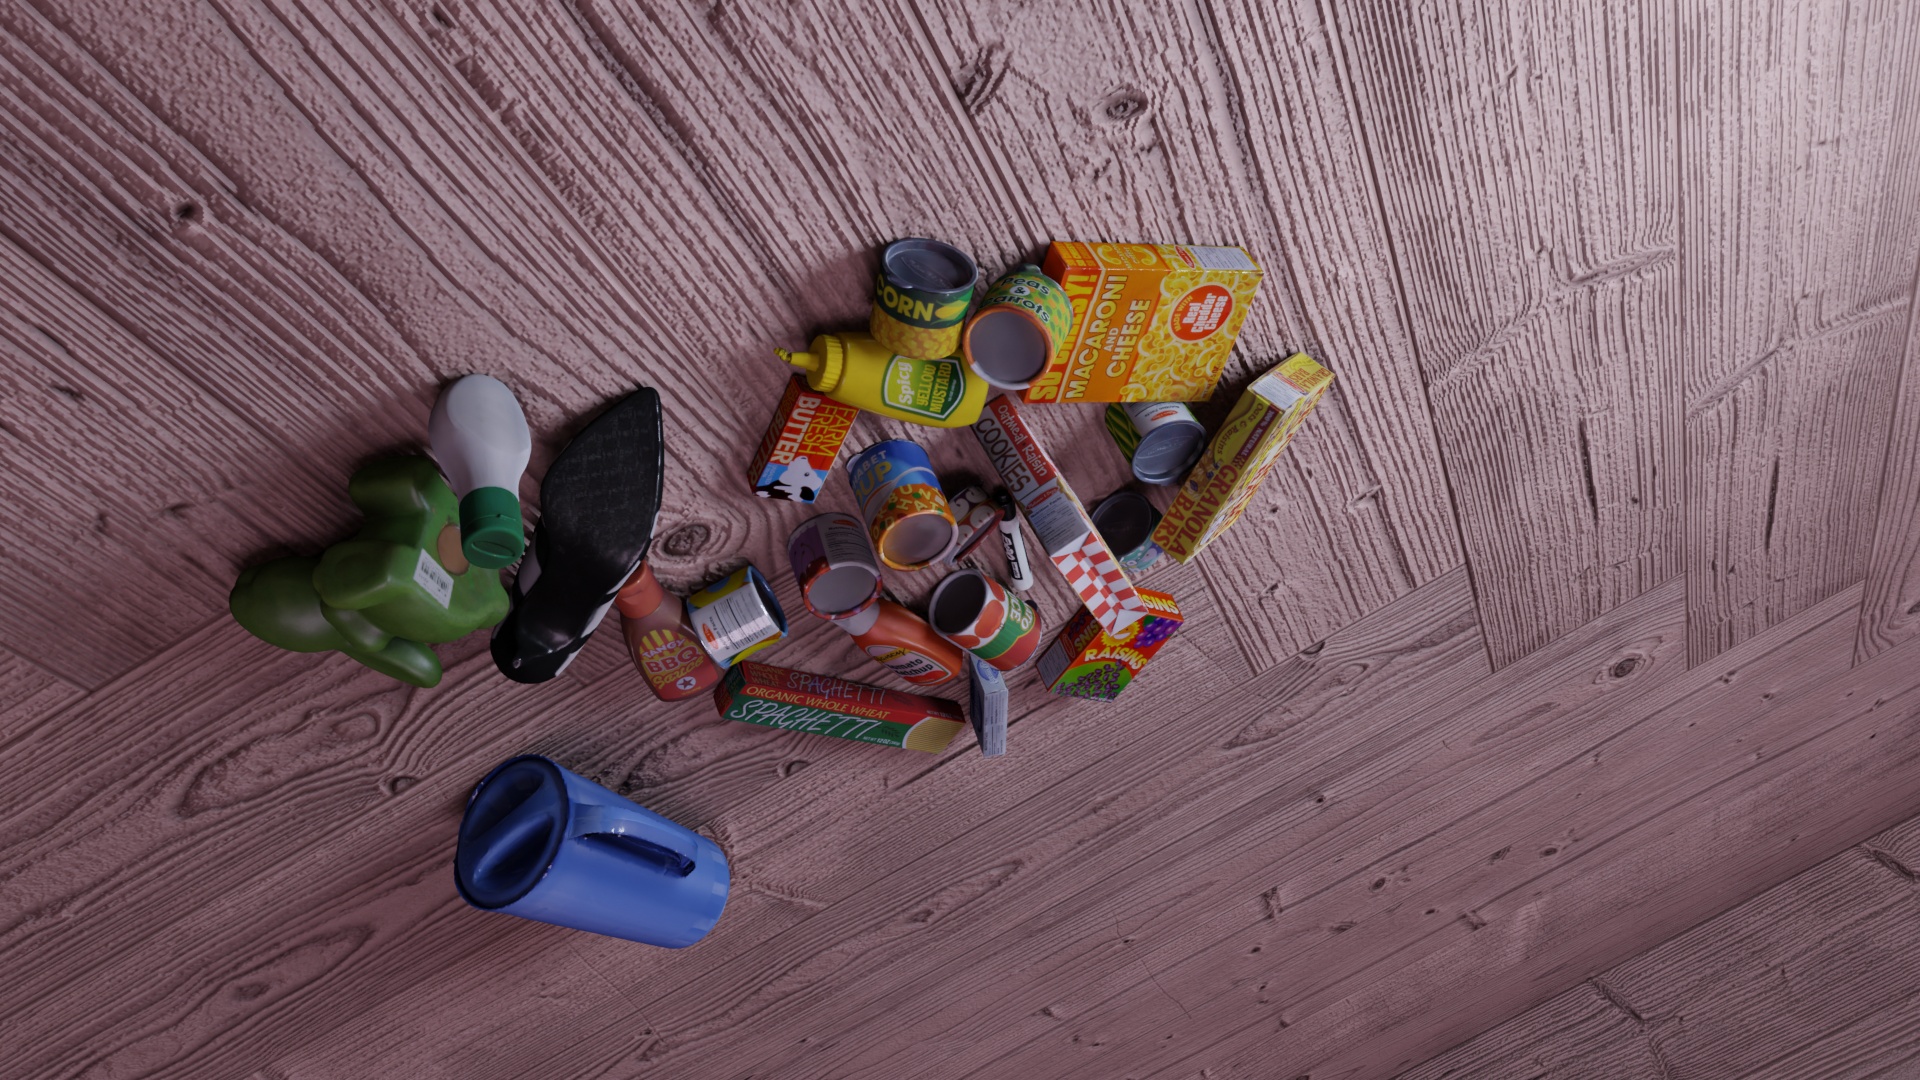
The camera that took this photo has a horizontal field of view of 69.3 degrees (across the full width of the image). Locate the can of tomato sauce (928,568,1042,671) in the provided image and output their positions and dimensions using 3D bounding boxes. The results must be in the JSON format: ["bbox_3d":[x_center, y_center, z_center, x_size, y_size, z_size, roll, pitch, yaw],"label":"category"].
[{"bbox_3d":[0.023,0.068,1.221,0.071,0.071,0.083,-39,136,16],"label":"can of tomato sauce"}]

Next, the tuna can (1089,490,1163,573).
[{"bbox_3d":[0.144,-0.004,1.199,0.071,0.071,0.032,-37,137,14],"label":"tuna can"}]

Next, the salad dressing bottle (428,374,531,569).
[{"bbox_3d":[-0.305,-0.045,0.888,0.064,0.148,0.044,22,121,-39],"label":"salad dressing bottle"}]

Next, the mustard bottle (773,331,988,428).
[{"bbox_3d":[-0.058,-0.119,0.995,0.160,0.049,0.065,5,105,-28],"label":"mustard bottle"}]

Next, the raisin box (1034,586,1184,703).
[{"bbox_3d":[0.142,0.098,1.328,0.086,0.040,0.122,14,127,-34],"label":"raisin box"}]

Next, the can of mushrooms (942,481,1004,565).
[{"bbox_3d":[0.004,-0.014,1.129,0.071,0.033,0.071,-43,169,-10],"label":"can of mushrooms"}]

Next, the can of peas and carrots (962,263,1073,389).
[{"bbox_3d":[0.040,-0.149,0.972,0.071,0.059,0.070,10,128,13],"label":"can of peas and carrots"}]

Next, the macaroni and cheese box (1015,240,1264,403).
[{"bbox_3d":[0.131,-0.163,1.053,0.167,0.040,0.123,-3,134,-23],"label":"macaroni and cheese box"}]

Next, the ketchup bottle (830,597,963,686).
[{"bbox_3d":[-0.062,0.080,1.205,0.064,0.044,0.148,-14,146,32],"label":"ketchup bottle"}]

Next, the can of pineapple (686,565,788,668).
[{"bbox_3d":[-0.179,0.061,1.121,0.058,0.071,0.070,-27,138,4],"label":"can of pineapple"}]

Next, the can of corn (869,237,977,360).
[{"bbox_3d":[-0.028,-0.165,0.955,0.071,0.071,0.058,-4,135,-21],"label":"can of corn"}]

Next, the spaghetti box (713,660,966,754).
[{"bbox_3d":[-0.107,0.156,1.278,0.250,0.029,0.050,16,124,-36],"label":"spaghetti box"}]

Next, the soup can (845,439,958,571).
[{"bbox_3d":[-0.047,-0.028,1.076,0.071,0.084,0.071,-13,137,-12],"label":"soup can"}]

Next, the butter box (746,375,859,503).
[{"bbox_3d":[-0.117,-0.075,1.040,0.053,0.024,0.103,7,130,-31],"label":"butter box"}]

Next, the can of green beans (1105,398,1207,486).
[{"bbox_3d":[0.158,-0.090,1.127,0.071,0.058,0.071,-13,137,-13],"label":"can of green beans"}]

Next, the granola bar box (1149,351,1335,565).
[{"bbox_3d":[0.233,-0.069,1.154,0.125,0.039,0.164,-31,155,-51],"label":"granola bar box"}]

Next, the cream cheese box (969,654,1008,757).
[{"bbox_3d":[0.026,0.155,1.321,0.024,0.053,0.103,-12,137,-11],"label":"cream cheese box"}]

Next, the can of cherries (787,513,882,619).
[{"bbox_3d":[-0.102,0.023,1.121,0.071,0.058,0.071,-13,137,-13],"label":"can of cherries"}]

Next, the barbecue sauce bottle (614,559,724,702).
[{"bbox_3d":[-0.242,0.070,1.116,0.065,0.044,0.147,-21,138,-3],"label":"barbecue sauce bottle"}]

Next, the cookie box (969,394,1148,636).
[{"bbox_3d":[0.074,-0.020,1.077,0.040,0.168,0.122,-34,137,6],"label":"cookie box"}]
